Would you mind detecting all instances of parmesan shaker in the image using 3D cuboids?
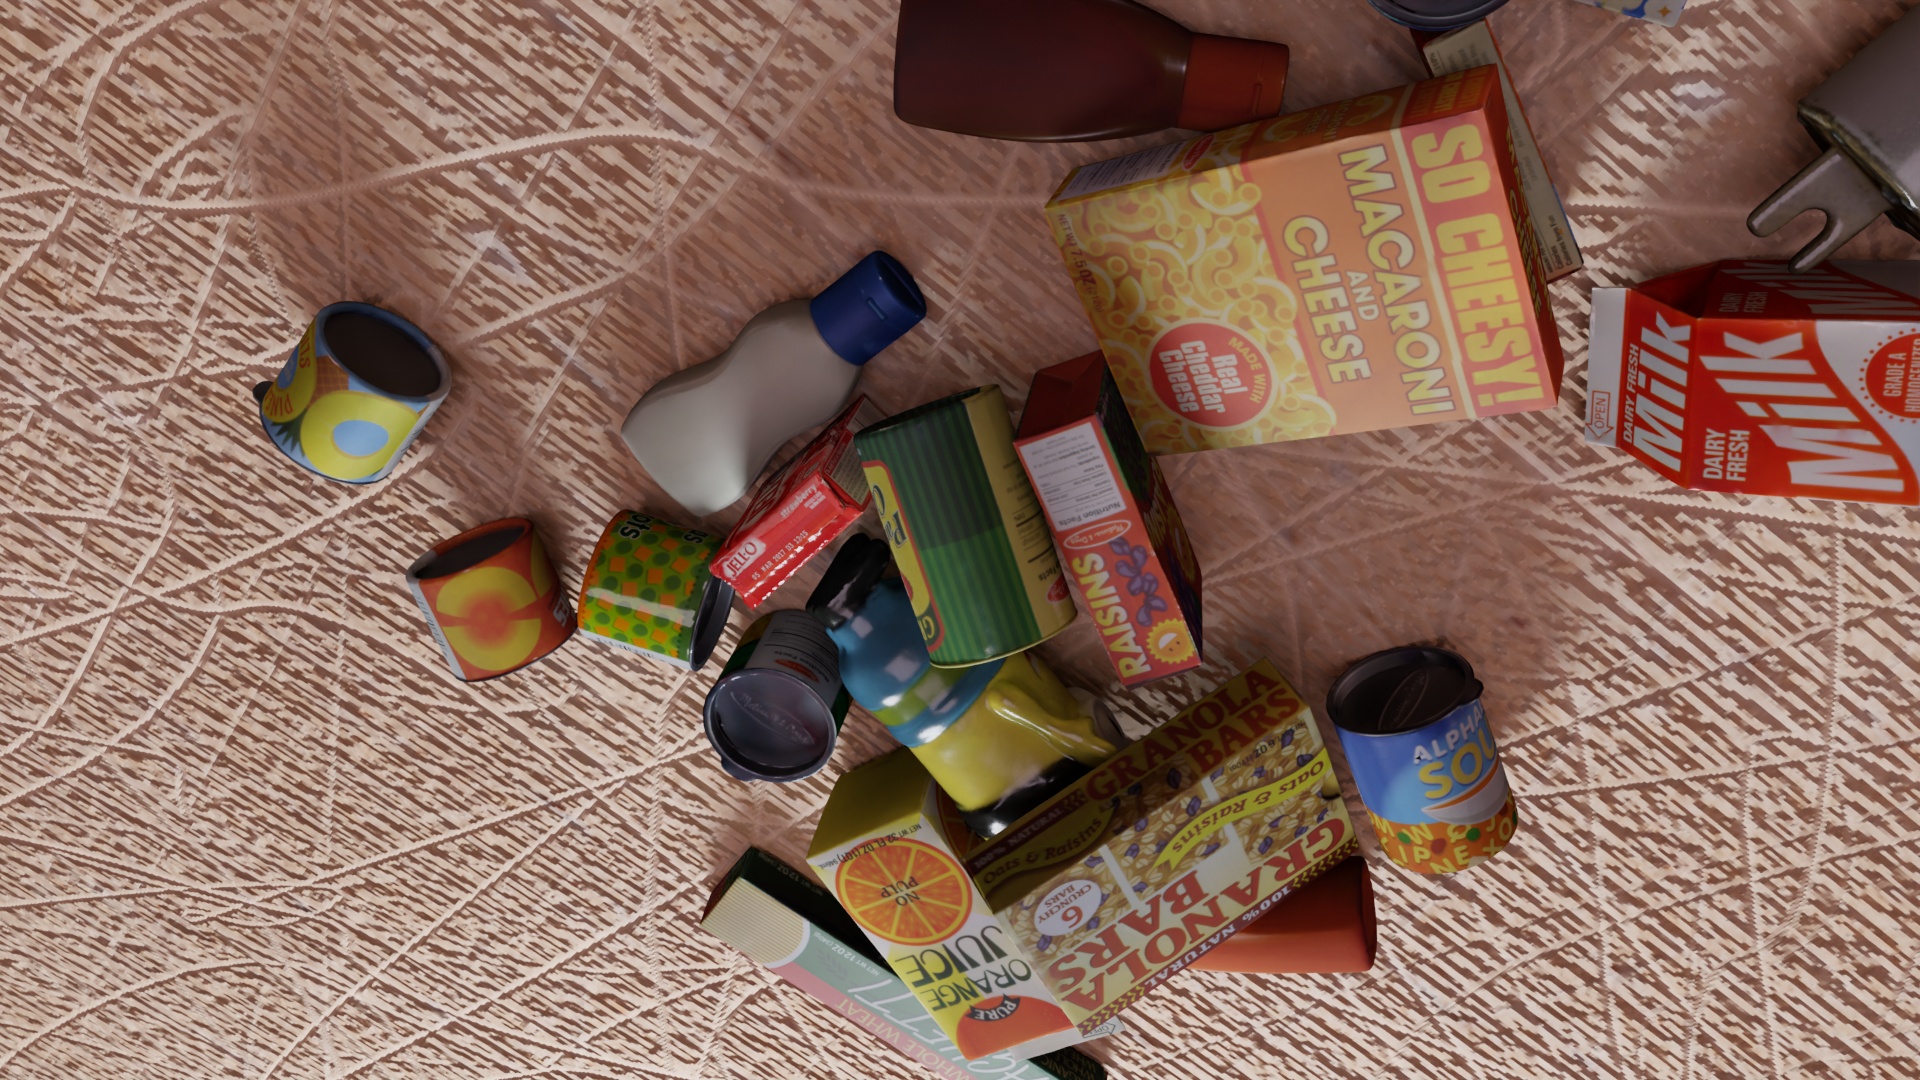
[{"bbox_3d":[0.002,-0.007,0.584,0.071,0.071,0.103,-17,99,18],"label":"parmesan shaker"}]

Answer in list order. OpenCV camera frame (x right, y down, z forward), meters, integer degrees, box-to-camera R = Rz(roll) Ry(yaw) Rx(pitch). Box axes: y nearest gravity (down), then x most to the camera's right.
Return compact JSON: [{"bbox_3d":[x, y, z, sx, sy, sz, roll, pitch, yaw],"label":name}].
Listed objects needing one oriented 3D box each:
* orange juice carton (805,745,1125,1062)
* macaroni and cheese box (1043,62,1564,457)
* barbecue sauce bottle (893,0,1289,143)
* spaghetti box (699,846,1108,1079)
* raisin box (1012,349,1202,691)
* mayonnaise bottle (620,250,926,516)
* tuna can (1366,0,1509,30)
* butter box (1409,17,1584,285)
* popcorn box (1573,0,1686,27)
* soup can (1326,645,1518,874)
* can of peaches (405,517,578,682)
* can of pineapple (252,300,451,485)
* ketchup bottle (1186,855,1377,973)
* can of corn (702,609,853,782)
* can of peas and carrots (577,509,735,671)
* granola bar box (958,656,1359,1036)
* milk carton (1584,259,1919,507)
[{"bbox_3d":[0.009,0.200,0.726,0.071,0.073,0.192,-27,109,22],"label":"orange juice carton"},{"bbox_3d":[0.131,-0.100,0.534,0.166,0.040,0.123,-5,127,34],"label":"macaroni and cheese box"},{"bbox_3d":[0.050,-0.185,0.541,0.148,0.044,0.064,10,119,5],"label":"barbecue sauce bottle"},{"bbox_3d":[-0.030,0.261,0.789,0.250,0.029,0.050,34,118,-7],"label":"spaghetti box"},{"bbox_3d":[0.067,-0.011,0.602,0.040,0.086,0.123,-19,112,17],"label":"raisin box"},{"bbox_3d":[-0.082,-0.073,0.624,0.147,0.041,0.064,-34,108,22],"label":"mayonnaise bottle"},{"bbox_3d":[0.159,-0.205,0.465,0.071,0.033,0.071,5,107,16],"label":"tuna can"},{"bbox_3d":[0.203,-0.150,0.525,0.024,0.053,0.103,-24,110,22],"label":"butter box"},{"bbox_3d":[0.205,-0.241,0.487,0.127,0.038,0.084,17,118,2],"label":"popcorn box"},{"bbox_3d":[0.216,0.101,0.640,0.071,0.072,0.083,-18,112,19],"label":"soup can"},{"bbox_3d":[-0.229,0.027,0.688,0.071,0.071,0.058,-12,113,16],"label":"can of peaches"},{"bbox_3d":[-0.282,-0.069,0.646,0.071,0.071,0.057,40,116,-11],"label":"can of pineapple"},{"bbox_3d":[0.133,0.192,0.707,0.148,0.065,0.043,-9,109,21],"label":"ketchup bottle"},{"bbox_3d":[-0.089,0.078,0.691,0.071,0.058,0.070,4,117,8],"label":"can of corn"},{"bbox_3d":[-0.143,0.021,0.669,0.059,0.071,0.070,17,118,2],"label":"can of peas and carrots"},{"bbox_3d":[0.098,0.145,0.641,0.166,0.039,0.123,-33,131,-4],"label":"granola bar box"},{"bbox_3d":[0.336,-0.060,0.517,0.190,0.074,0.072,8,121,31],"label":"milk carton"}]
